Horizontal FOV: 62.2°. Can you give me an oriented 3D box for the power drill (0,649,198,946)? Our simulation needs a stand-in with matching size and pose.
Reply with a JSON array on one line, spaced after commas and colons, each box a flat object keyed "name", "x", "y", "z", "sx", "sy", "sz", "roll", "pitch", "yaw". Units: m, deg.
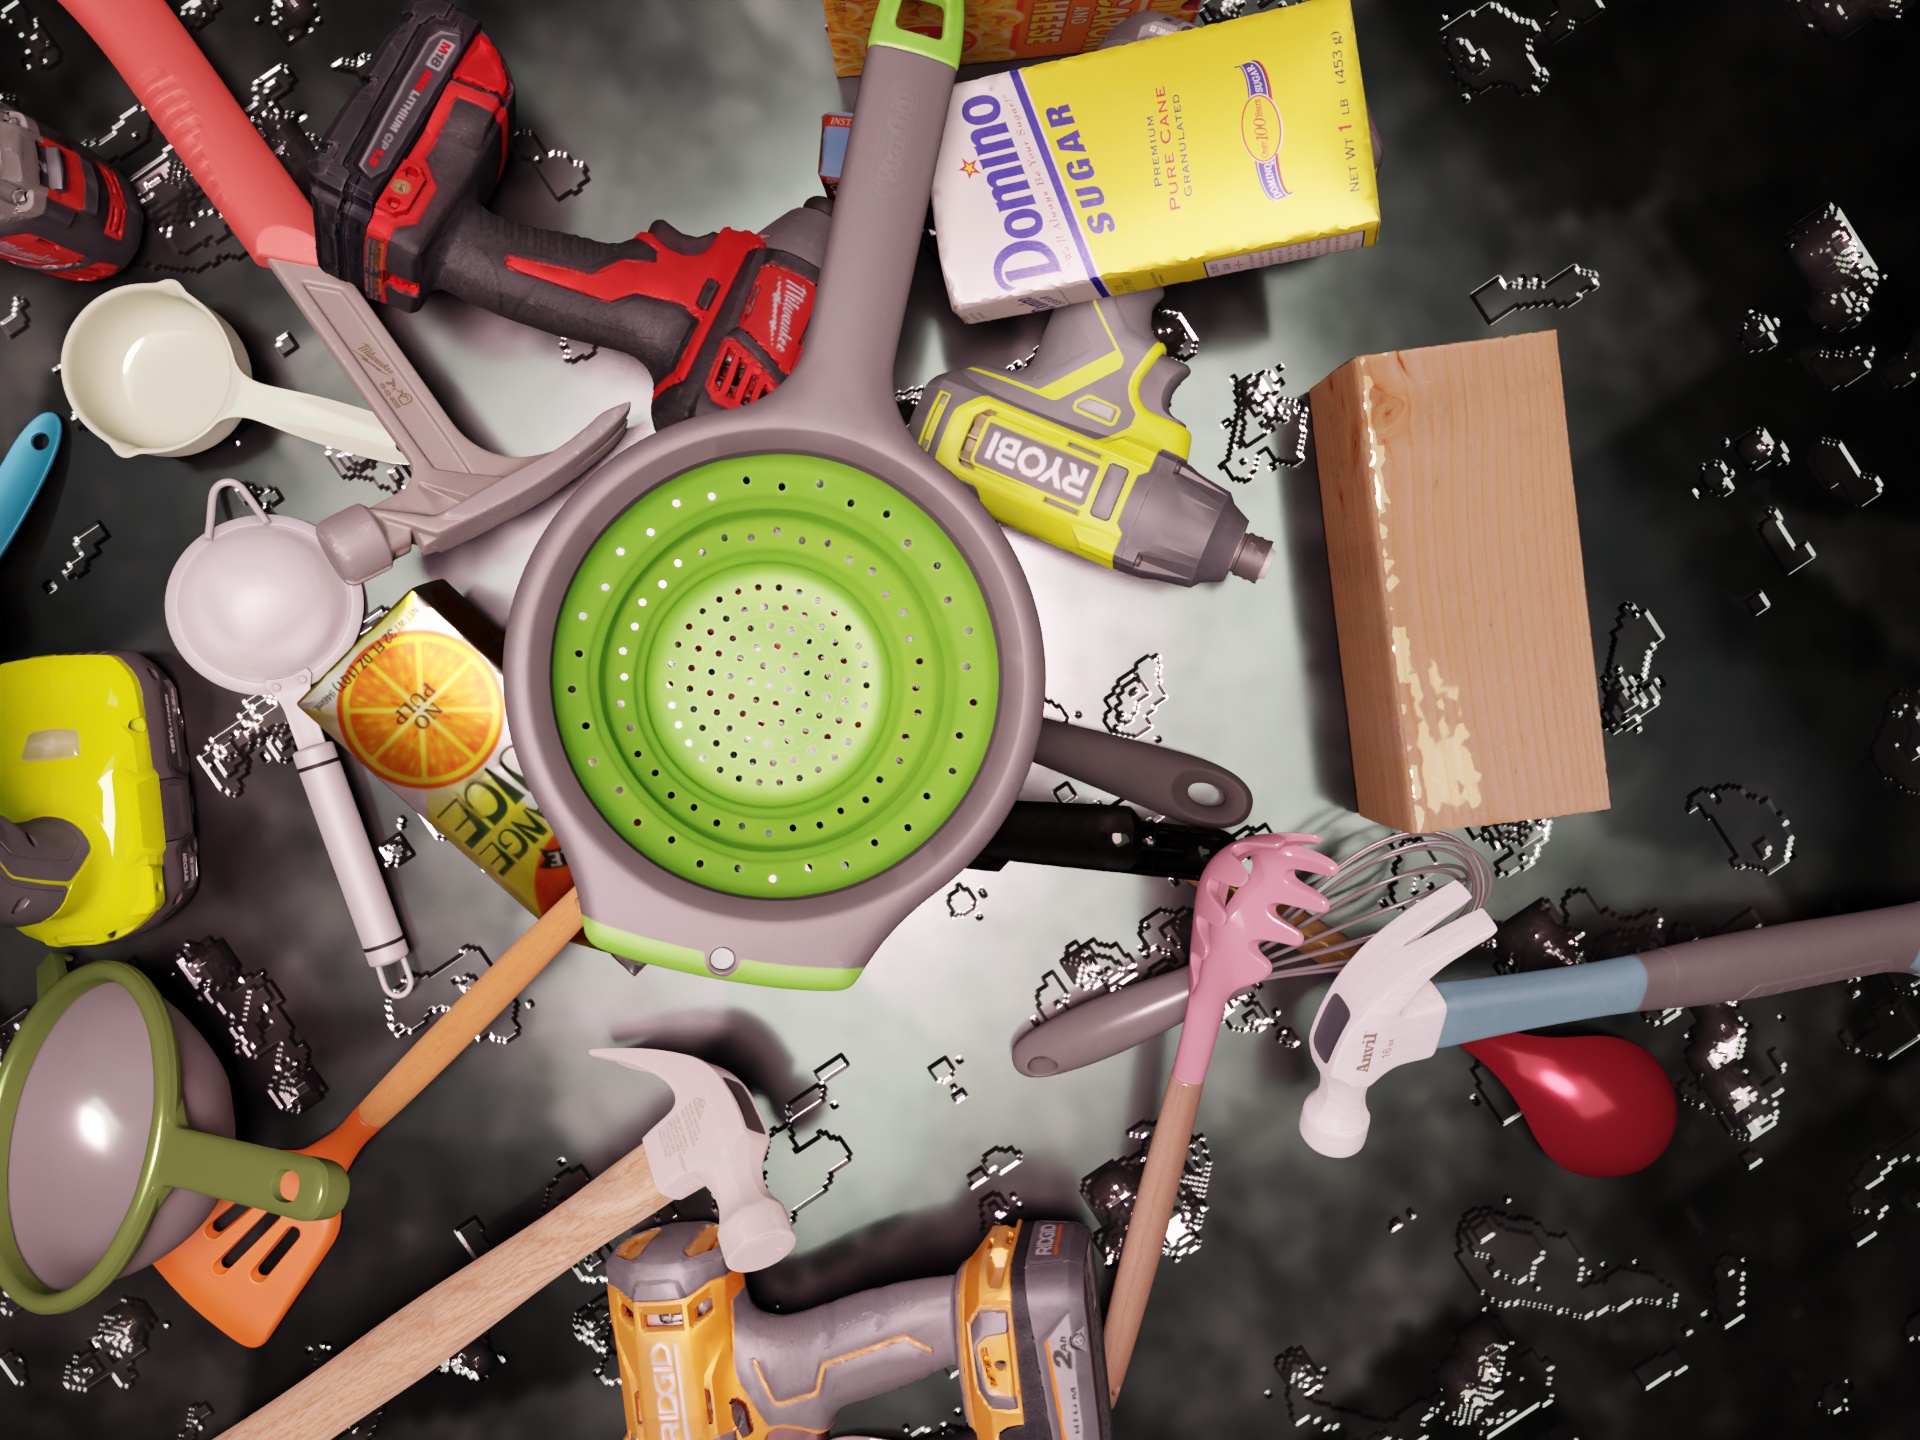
[{"name": "power drill", "x": -0.404, "y": 0.026, "z": 0.644, "sx": 0.080, "sy": 0.228, "sz": 0.190, "roll": -5, "pitch": 93, "yaw": -1}]

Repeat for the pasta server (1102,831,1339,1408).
[{"name": "pasta server", "x": 0.101, "y": 0.188, "z": 0.716, "sx": 0.060, "sy": 0.040, "sz": 0.316, "roll": -2, "pitch": 113, "yaw": -33}]

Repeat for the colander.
[{"name": "colander", "x": -0.058, "y": -0.096, "z": 0.646, "sx": 0.204, "sy": 0.094, "sz": 0.397, "roll": 12, "pitch": 86, "yaw": -10}]

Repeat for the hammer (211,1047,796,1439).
[{"name": "hammer", "x": -0.226, "y": 0.266, "z": 0.734, "sx": 0.331, "sy": 0.031, "sz": 0.130, "roll": -36, "pitch": 51, "yaw": 10}]

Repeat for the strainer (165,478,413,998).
[{"name": "strainer", "x": -0.302, "y": 0.009, "z": 0.742, "sx": 0.087, "sy": 0.050, "sz": 0.258, "roll": -19, "pitch": 96, "yaw": -14}]

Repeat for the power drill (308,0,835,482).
[{"name": "power drill", "x": -0.156, "y": -0.210, "z": 0.700, "sx": 0.219, "sy": 0.078, "sz": 0.143, "roll": 26, "pitch": 69, "yaw": -11}]

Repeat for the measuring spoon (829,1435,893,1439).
[{"name": "measuring spoon", "x": -0.006, "y": 0.364, "z": 0.775, "sx": 0.124, "sy": 0.018, "sz": 0.034, "roll": 8, "pitch": 84, "yaw": 6}]

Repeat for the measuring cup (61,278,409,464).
[{"name": "measuring cup", "x": -0.323, "y": -0.146, "z": 0.736, "sx": 0.167, "sy": 0.038, "sz": 0.083, "roll": 16, "pitch": 91, "yaw": -6}]

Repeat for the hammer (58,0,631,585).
[{"name": "hammer", "x": -0.308, "y": -0.239, "z": 0.718, "sx": 0.149, "sy": 0.036, "sz": 0.359, "roll": -35, "pitch": 87, "yaw": -24}]

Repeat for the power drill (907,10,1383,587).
[{"name": "power drill", "x": 0.092, "y": -0.179, "z": 0.712, "sx": 0.171, "sy": 0.080, "sz": 0.223, "roll": 24, "pitch": 95, "yaw": 8}]

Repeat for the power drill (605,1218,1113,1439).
[{"name": "power drill", "x": -0.046, "y": 0.324, "z": 0.734, "sx": 0.226, "sy": 0.084, "sz": 0.185, "roll": -6, "pitch": 93, "yaw": 8}]

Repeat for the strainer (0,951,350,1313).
[{"name": "strainer", "x": -0.331, "y": 0.187, "z": 0.694, "sx": 0.256, "sy": 0.069, "sz": 0.151, "roll": -1, "pitch": 76, "yaw": 33}]

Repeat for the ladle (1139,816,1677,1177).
[{"name": "ladle", "x": 0.208, "y": 0.126, "z": 0.760, "sx": 0.315, "sy": 0.031, "sz": 0.069, "roll": 31, "pitch": 91, "yaw": 0}]

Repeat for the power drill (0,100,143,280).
[{"name": "power drill", "x": -0.490, "y": -0.221, "z": 0.657, "sx": 0.226, "sy": 0.188, "sz": 0.080, "roll": -4, "pitch": 92, "yaw": 3}]

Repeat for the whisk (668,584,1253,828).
[{"name": "whisk", "x": -0.001, "y": -0.002, "z": 0.738, "sx": 0.295, "sy": 0.073, "sz": 0.073, "roll": 18, "pitch": 92, "yaw": -8}]

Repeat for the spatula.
[{"name": "spatula", "x": -0.258, "y": 0.170, "z": 0.720, "sx": 0.081, "sy": 0.041, "sz": 0.322, "roll": 46, "pitch": 112, "yaw": -2}]

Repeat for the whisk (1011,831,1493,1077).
[{"name": "whisk", "x": 0.128, "y": 0.113, "z": 0.731, "sx": 0.239, "sy": 0.055, "sz": 0.055, "roll": -27, "pitch": 93, "yaw": 15}]

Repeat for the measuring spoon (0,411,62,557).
[{"name": "measuring spoon", "x": -0.451, "y": -0.085, "z": 0.749, "sx": 0.042, "sy": 0.021, "sz": 0.128, "roll": 23, "pitch": 83, "yaw": -1}]

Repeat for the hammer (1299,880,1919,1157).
[{"name": "hammer", "x": 0.315, "y": 0.118, "z": 0.720, "sx": 0.331, "sy": 0.033, "sz": 0.128, "roll": -6, "pitch": 123, "yaw": -14}]
